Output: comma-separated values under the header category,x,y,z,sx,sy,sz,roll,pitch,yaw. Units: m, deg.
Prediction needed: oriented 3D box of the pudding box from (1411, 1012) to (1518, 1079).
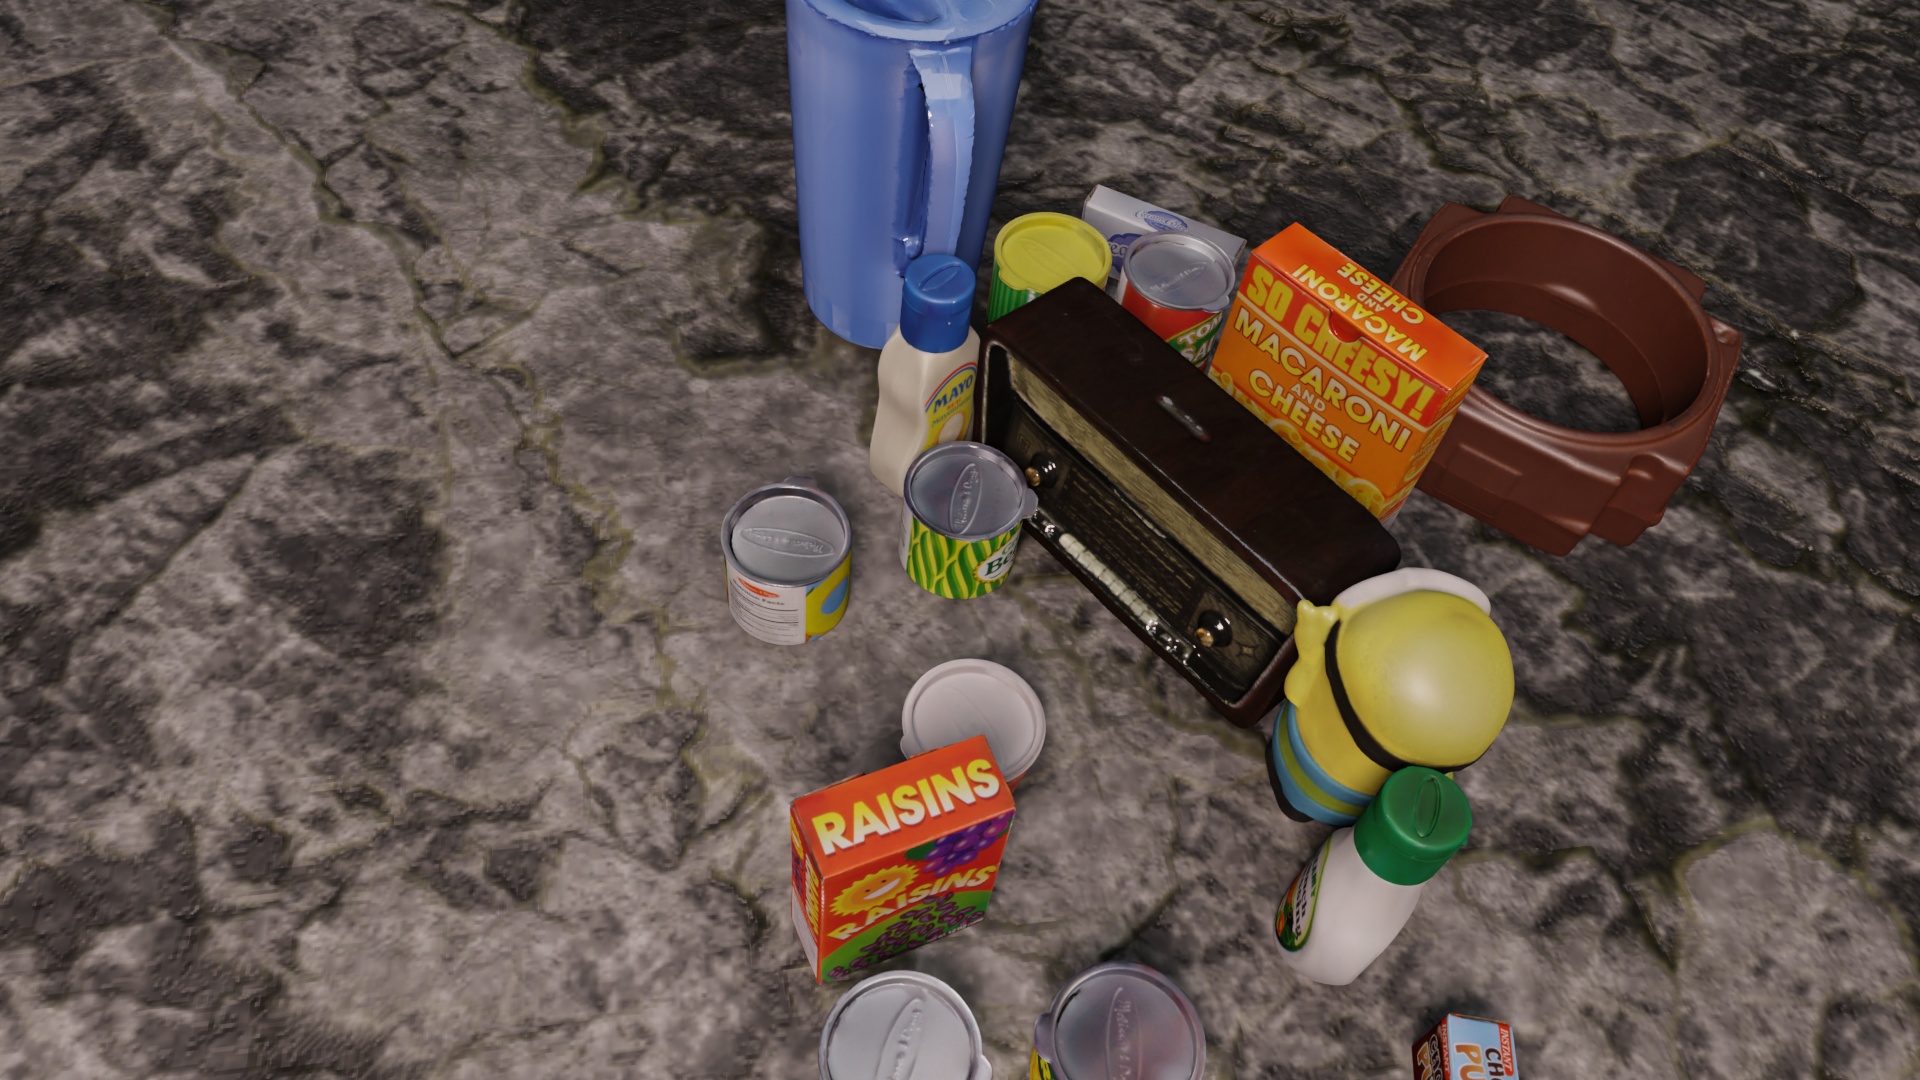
category,x,y,z,sx,sy,sz,roll,pitch,yaw
pudding box,0.217,0.251,0.590,0.030,0.049,0.084,9,54,0

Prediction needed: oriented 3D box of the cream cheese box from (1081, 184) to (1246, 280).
category,x,y,z,sx,sy,sz,roll,pitch,yaw
cream cheese box,0.127,-0.186,0.895,0.104,0.053,0.024,24,55,10

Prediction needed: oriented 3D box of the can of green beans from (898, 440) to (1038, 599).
category,x,y,z,sx,sy,sz,roll,pitch,yaw
can of green beans,0.001,-0.010,0.750,0.071,0.057,0.071,3,54,-4

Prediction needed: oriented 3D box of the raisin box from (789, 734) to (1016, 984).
category,x,y,z,sx,sy,sz,roll,pitch,yaw
raisin box,-0.027,0.139,0.598,0.086,0.122,0.040,-16,58,-17

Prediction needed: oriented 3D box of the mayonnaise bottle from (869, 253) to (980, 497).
category,x,y,z,sx,sy,sz,roll,pitch,yaw
mayonnaise bottle,-0.017,-0.088,0.748,0.041,0.147,0.065,39,59,20

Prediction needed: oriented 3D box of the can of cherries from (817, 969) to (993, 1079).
category,x,y,z,sx,sy,sz,roll,pitch,yaw
can of cherries,-0.024,0.222,0.578,0.071,0.058,0.072,3,54,-4

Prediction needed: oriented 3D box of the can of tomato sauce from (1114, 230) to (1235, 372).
category,x,y,z,sx,sy,sz,roll,pitch,yaw
can of tomato sauce,0.125,-0.133,0.837,0.071,0.082,0.071,3,54,-4

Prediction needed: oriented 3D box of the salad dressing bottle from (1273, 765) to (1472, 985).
category,x,y,z,sx,sy,sz,roll,pitch,yaw
salad dressing bottle,0.176,0.146,0.601,0.044,0.146,0.064,20,55,8

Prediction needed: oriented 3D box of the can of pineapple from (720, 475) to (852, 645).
category,x,y,z,sx,sy,sz,roll,pitch,yaw
can of pineapple,-0.089,0.011,0.724,0.071,0.057,0.071,3,54,-4

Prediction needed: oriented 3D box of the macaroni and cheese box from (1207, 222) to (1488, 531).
category,x,y,z,sx,sy,sz,roll,pitch,yaw
macaroni and cheese box,0.192,-0.069,0.747,0.040,0.165,0.124,-36,65,-27

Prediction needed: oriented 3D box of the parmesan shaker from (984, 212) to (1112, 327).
category,x,y,z,sx,sy,sz,roll,pitch,yaw
parmesan shaker,0.045,-0.130,0.814,0.071,0.102,0.071,3,54,-4

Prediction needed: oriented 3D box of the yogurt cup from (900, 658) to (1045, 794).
category,x,y,z,sx,sy,sz,roll,pitch,yaw
yogurt cup,0.004,0.099,0.673,0.072,0.053,0.073,3,54,-4

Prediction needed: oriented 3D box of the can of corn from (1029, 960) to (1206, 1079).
category,x,y,z,sx,sy,sz,roll,pitch,yaw
can of corn,0.063,0.220,0.589,0.071,0.058,0.071,3,54,-4
